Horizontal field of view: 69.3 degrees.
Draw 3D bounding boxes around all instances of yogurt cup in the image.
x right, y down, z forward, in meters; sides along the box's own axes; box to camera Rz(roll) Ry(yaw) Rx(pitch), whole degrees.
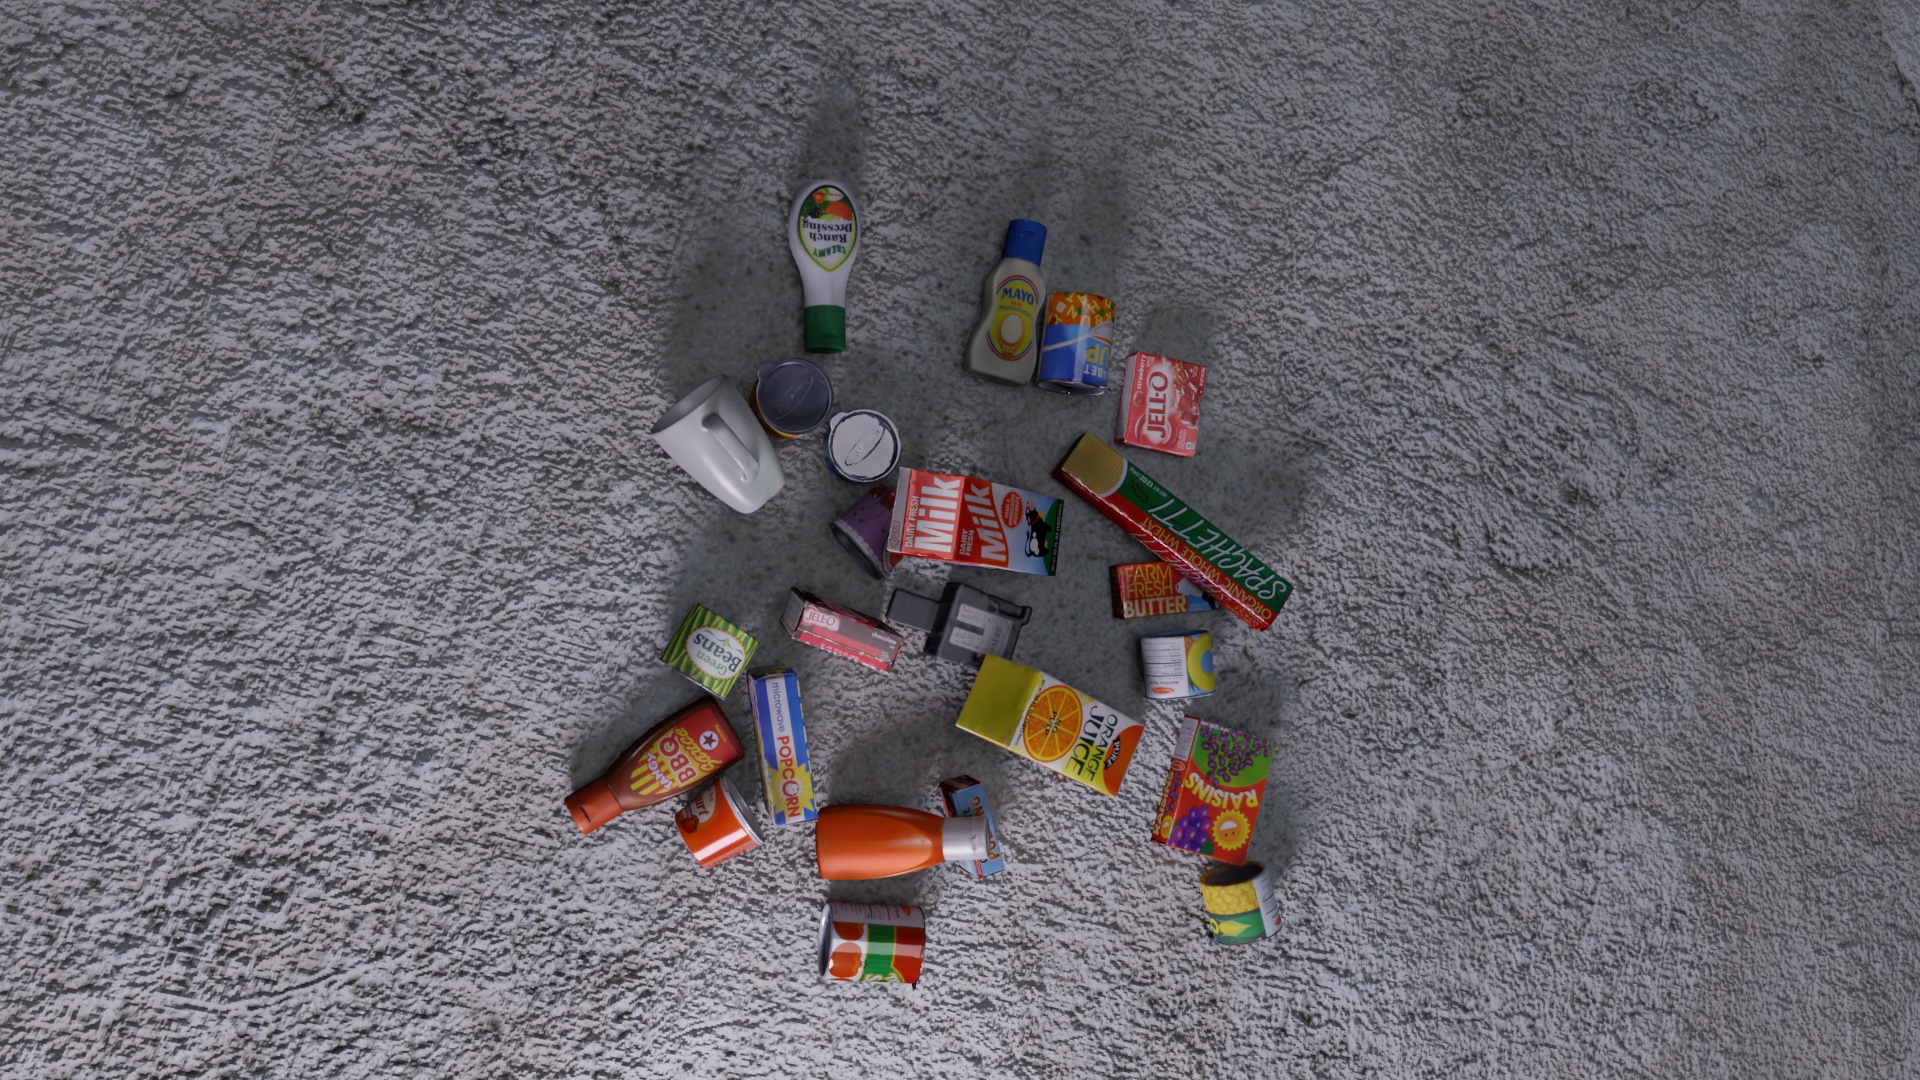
[{"bbox_3d":[-0.206,0.242,1.180,0.054,0.072,0.072,-32,97,-6],"label":"yogurt cup"}]

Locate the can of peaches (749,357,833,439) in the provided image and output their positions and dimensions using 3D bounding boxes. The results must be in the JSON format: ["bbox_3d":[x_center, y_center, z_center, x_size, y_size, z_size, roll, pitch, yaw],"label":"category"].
[{"bbox_3d":[-0.149,-0.124,1.207,0.071,0.058,0.071,0,89,-15],"label":"can of peaches"}]

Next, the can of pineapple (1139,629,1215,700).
[{"bbox_3d":[0.203,0.115,1.297,0.071,0.071,0.058,-6,90,-16],"label":"can of pineapple"}]

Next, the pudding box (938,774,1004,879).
[{"bbox_3d":[0.010,0.256,1.246,0.030,0.049,0.083,-16,93,-17],"label":"pudding box"}]

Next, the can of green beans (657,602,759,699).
[{"bbox_3d":[-0.213,0.094,1.179,0.071,0.071,0.058,34,80,-12],"label":"can of green beans"}]

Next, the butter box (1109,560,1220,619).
[{"bbox_3d":[0.194,0.044,1.316,0.104,0.024,0.053,-5,89,-16],"label":"butter box"}]

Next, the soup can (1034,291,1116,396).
[{"bbox_3d":[0.109,-0.179,1.274,0.071,0.071,0.084,8,86,-15],"label":"soup can"}]

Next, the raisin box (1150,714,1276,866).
[{"bbox_3d":[0.240,0.237,1.317,0.086,0.040,0.123,18,83,-15],"label":"raisin box"}]

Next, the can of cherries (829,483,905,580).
[{"bbox_3d":[-0.070,-0.007,1.220,0.058,0.071,0.071,-42,100,-13],"label":"can of cherries"}]

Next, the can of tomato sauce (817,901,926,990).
[{"bbox_3d":[-0.078,0.353,1.211,0.083,0.071,0.071,7,87,-15],"label":"can of tomato sauce"}]

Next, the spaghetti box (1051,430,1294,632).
[{"bbox_3d":[0.200,-0.008,1.296,0.250,0.028,0.050,37,71,-4],"label":"spaghetti box"}]

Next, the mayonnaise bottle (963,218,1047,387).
[{"bbox_3d":[0.047,-0.218,1.272,0.065,0.041,0.148,13,86,-13],"label":"mayonnaise bottle"}]

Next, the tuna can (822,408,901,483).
[{"bbox_3d":[-0.090,-0.085,1.235,0.071,0.033,0.071,0,89,-16],"label":"tuna can"}]

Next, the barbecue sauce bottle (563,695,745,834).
[{"bbox_3d":[-0.260,0.194,1.175,0.149,0.043,0.065,-31,98,-14],"label":"barbecue sauce bottle"}]

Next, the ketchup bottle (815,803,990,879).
[{"bbox_3d":[-0.050,0.260,1.205,0.149,0.043,0.064,-3,95,8],"label":"ketchup bottle"}]

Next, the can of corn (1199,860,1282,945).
[{"bbox_3d":[0.261,0.341,1.308,0.071,0.071,0.058,-15,92,-15],"label":"can of corn"}]

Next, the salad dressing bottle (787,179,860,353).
[{"bbox_3d":[-0.120,-0.240,1.225,0.064,0.044,0.147,0,89,-17],"label":"salad dressing bottle"}]

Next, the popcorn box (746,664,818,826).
[{"bbox_3d":[-0.153,0.172,1.184,0.038,0.085,0.126,-8,92,-14],"label":"popcorn box"}]

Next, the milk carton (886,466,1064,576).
[{"bbox_3d":[0.004,-0.015,1.189,0.191,0.073,0.072,12,85,-52],"label":"milk carton"}]

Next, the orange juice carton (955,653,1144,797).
[{"bbox_3d":[0.095,0.172,1.241,0.192,0.073,0.072,30,80,-39],"label":"orange juice carton"}]
